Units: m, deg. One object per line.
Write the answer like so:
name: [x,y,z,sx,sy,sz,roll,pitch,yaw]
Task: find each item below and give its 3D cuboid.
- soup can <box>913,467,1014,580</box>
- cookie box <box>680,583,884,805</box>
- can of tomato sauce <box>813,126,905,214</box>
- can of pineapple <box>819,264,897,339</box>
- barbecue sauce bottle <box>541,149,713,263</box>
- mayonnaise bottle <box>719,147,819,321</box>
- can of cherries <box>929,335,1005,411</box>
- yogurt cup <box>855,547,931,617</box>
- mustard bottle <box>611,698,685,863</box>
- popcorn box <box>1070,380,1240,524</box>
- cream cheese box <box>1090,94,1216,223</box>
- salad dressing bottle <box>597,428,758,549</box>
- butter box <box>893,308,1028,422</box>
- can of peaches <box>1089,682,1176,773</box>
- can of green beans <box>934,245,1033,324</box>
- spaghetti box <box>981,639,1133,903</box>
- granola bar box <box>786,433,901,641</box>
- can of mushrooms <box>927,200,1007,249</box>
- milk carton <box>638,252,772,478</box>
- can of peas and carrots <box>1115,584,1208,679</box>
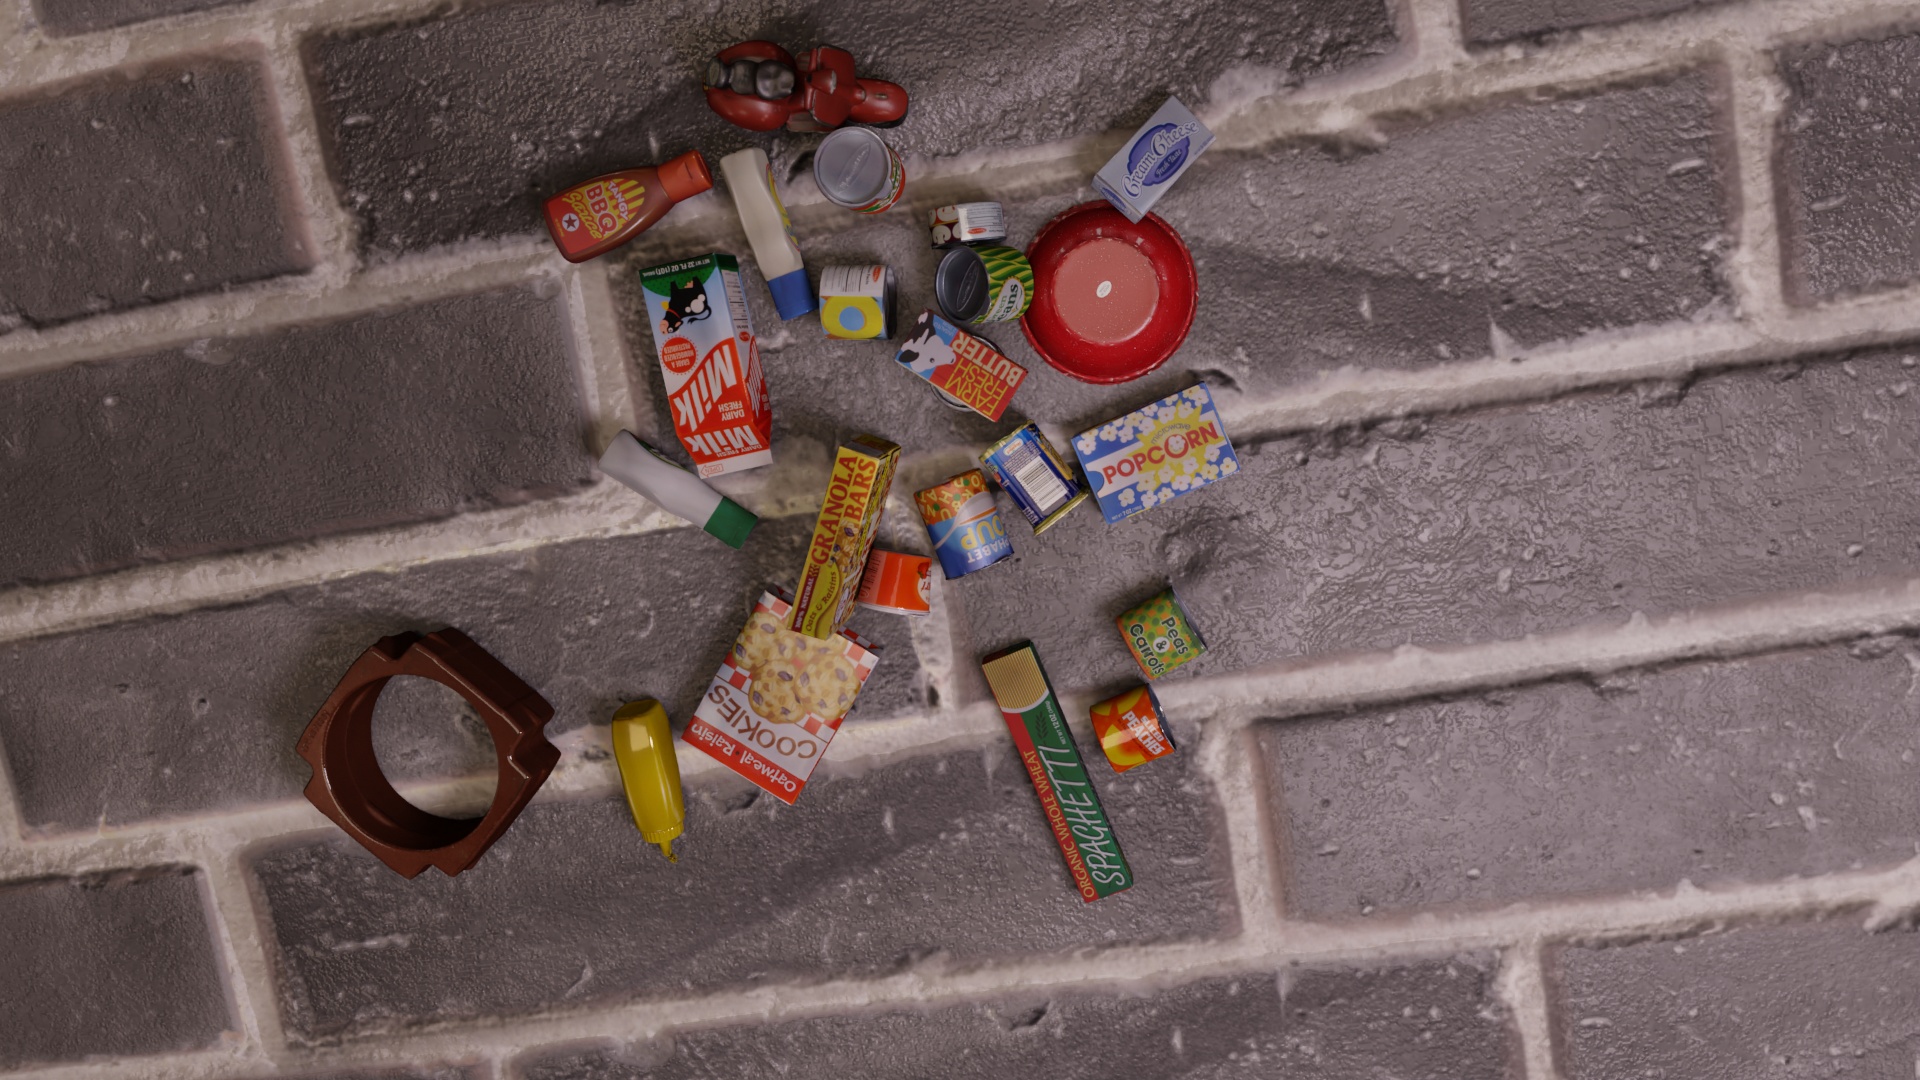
soup can: [0.004,-0.015,1.235,0.071,0.071,0.083,-21,96,9]
cookie box: [-0.166,0.144,1.294,0.123,0.040,0.167,31,99,1]
can of tomato sauce: [-0.083,-0.316,1.194,0.071,0.083,0.071,1,99,6]
can of pineapple: [-0.089,-0.208,1.220,0.058,0.071,0.071,1,99,7]
barbecue sauce bottle: [-0.295,-0.303,1.240,0.148,0.044,0.065,-21,95,9]
mayonnaise bottle: [-0.167,-0.269,1.223,0.041,0.065,0.148,-20,100,5]
can of cherries: [0.011,-0.147,1.221,0.071,0.058,0.071,1,98,6]
yogurt cup: [-0.057,0.037,1.254,0.072,0.072,0.054,10,92,5]
mustard bottle: [-0.290,0.233,1.309,0.049,0.065,0.160,-8,101,4]
popcorn box: [0.172,-0.078,1.223,0.126,0.038,0.085,-23,96,9]
cream cheese box: [0.164,-0.323,1.177,0.053,0.024,0.104,43,79,1]
salad dressing bottle: [-0.256,-0.045,1.268,0.147,0.064,0.044,33,82,-7]
butter box: [0.001,-0.148,1.179,0.103,0.024,0.053,32,100,2]
can of peaches: [0.154,0.169,1.245,0.058,0.071,0.071,-23,95,10]
can of green beans: [0.021,-0.220,1.196,0.071,0.058,0.071,12,107,45]
spaghetti box: [0.091,0.215,1.280,0.050,0.029,0.249,-23,95,10]
granola bar box: [-0.099,-0.005,1.221,0.039,0.124,0.165,18,100,3]
can of mushrooms: [0.004,-0.272,1.201,0.071,0.071,0.033,-7,98,8]
milk carton: [-0.221,-0.154,1.238,0.072,0.073,0.190,-12,97,8]
can of peas and carrots: [0.178,0.083,1.229,0.058,0.071,0.071,-30,94,11]
